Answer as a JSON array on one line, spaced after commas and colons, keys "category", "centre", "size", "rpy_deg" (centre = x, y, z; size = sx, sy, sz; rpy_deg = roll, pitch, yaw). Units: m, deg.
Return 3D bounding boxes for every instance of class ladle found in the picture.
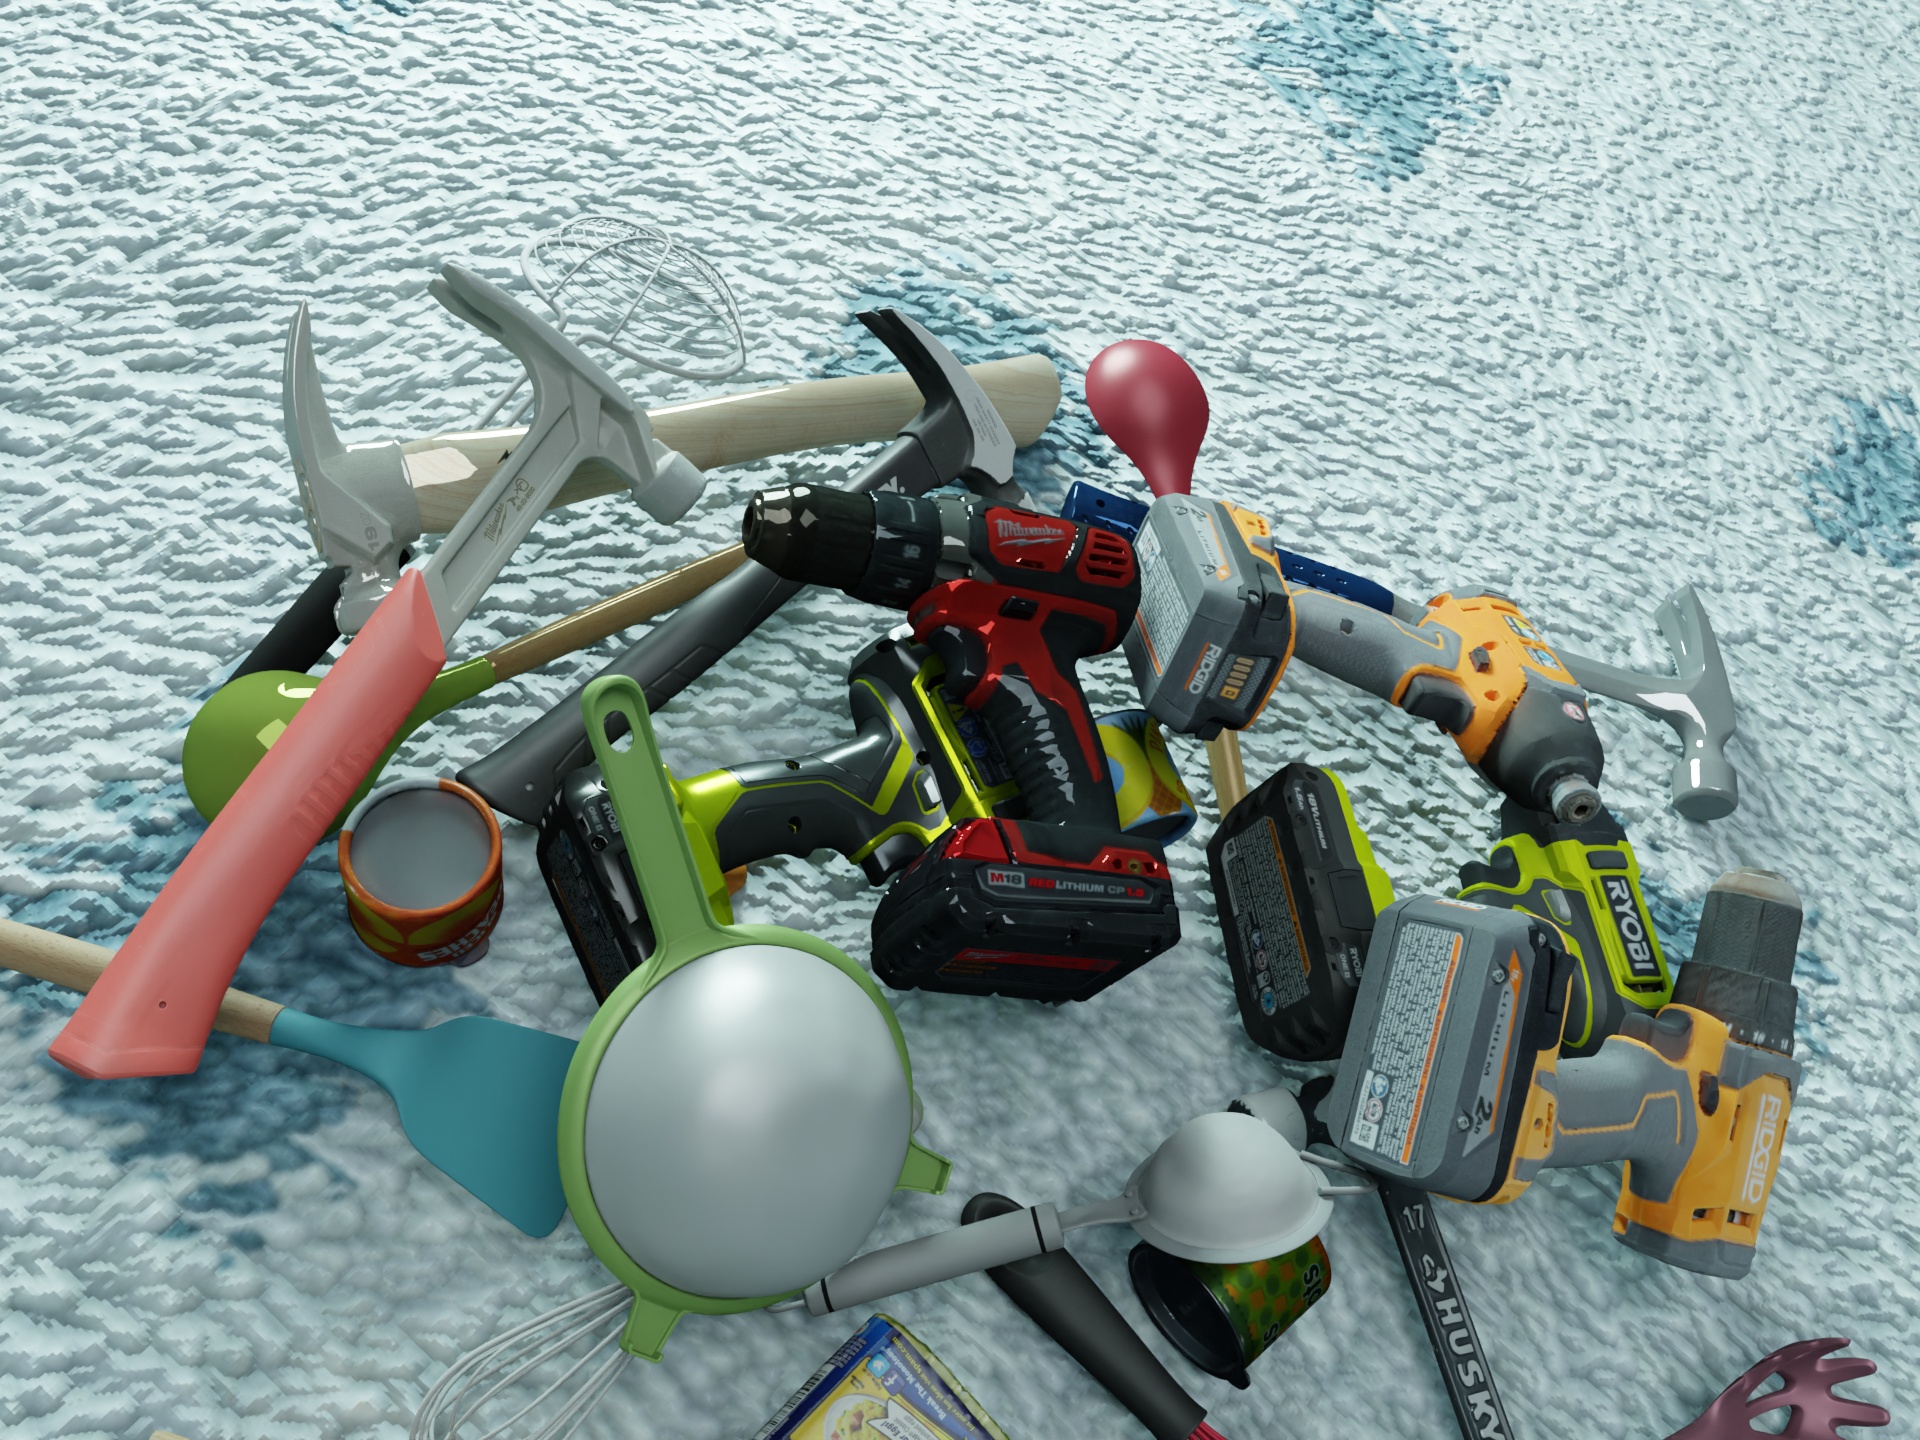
[{"category": "ladle", "centre": [-0.206, -0.033, 0.757], "size": [0.320, 0.062, 0.078], "rpy_deg": [-30, 104, -35]}, {"category": "ladle", "centre": [0.122, -0.064, 0.840], "size": [0.069, 0.031, 0.315], "rpy_deg": [-6, 76, -12]}]

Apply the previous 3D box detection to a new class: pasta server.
[{"category": "pasta server", "centre": [0.277, 0.316, 0.656], "size": [0.316, 0.040, 0.060], "rpy_deg": [-3, 76, -32]}]

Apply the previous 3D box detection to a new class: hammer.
[{"category": "hammer", "centre": [0.243, 0.345, 0.675], "size": [0.149, 0.036, 0.409], "rpy_deg": [-6, 64, -20]}, {"category": "hammer", "centre": [-0.122, -0.155, 0.804], "size": [0.410, 0.038, 0.146], "rpy_deg": [-16, 97, -32]}, {"category": "hammer", "centre": [-0.104, -0.067, 0.776], "size": [0.335, 0.035, 0.146], "rpy_deg": [-42, 119, -24]}, {"category": "hammer", "centre": [0.252, -0.063, 0.903], "size": [0.405, 0.035, 0.144], "rpy_deg": [16, 59, -6]}, {"category": "hammer", "centre": [-0.245, -0.020, 0.646], "size": [0.149, 0.037, 0.359], "rpy_deg": [40, 59, -23]}]

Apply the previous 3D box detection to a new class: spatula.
[{"category": "spatula", "centre": [-0.303, 0.123, 0.652], "size": [0.317, 0.044, 0.082], "rpy_deg": [18, 59, 0]}]

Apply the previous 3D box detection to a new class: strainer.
[{"category": "strainer", "centre": [-0.085, 0.104, 0.595], "size": [0.151, 0.069, 0.256], "rpy_deg": [-21, 99, -31]}, {"category": "strainer", "centre": [0.043, 0.204, 0.651], "size": [0.258, 0.087, 0.050], "rpy_deg": [-15, 109, -1]}]

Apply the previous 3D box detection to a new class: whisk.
[{"category": "whisk", "centre": [0.106, 0.306, 0.647], "size": [0.073, 0.073, 0.296], "rpy_deg": [-36, 70, -29]}, {"category": "whisk", "centre": [-0.110, 0.220, 0.641], "size": [0.246, 0.059, 0.057], "rpy_deg": [-31, 110, -32]}]

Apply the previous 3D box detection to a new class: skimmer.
[{"category": "skimmer", "centre": [-0.241, -0.123, 0.802], "size": [0.127, 0.090, 0.363], "rpy_deg": [34, 68, 1]}]

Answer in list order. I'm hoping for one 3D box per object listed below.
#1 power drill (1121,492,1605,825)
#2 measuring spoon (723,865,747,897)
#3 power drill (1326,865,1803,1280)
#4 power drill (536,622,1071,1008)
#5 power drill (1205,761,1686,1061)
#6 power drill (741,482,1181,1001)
[{"category": "power drill", "centre": [0.198, -0.023, 0.763], "size": [0.226, 0.084, 0.164], "rpy_deg": [14, 31, -15]}, {"category": "measuring spoon", "centre": [-0.123, 0.108, 0.715], "size": [0.021, 0.011, 0.117], "rpy_deg": [23, 58, -3]}, {"category": "power drill", "centre": [0.283, 0.136, 0.698], "size": [0.226, 0.084, 0.185], "rpy_deg": [19, 83, -26]}, {"category": "power drill", "centre": [-0.053, 0.068, 0.714], "size": [0.228, 0.080, 0.191], "rpy_deg": [-20, 78, -31]}, {"category": "power drill", "centre": [0.242, 0.088, 0.787], "size": [0.223, 0.080, 0.171], "rpy_deg": [3, 62, -24]}, {"category": "power drill", "centre": [-0.001, -0.002, 0.687], "size": [0.187, 0.080, 0.227], "rpy_deg": [9, 59, -24]}]
